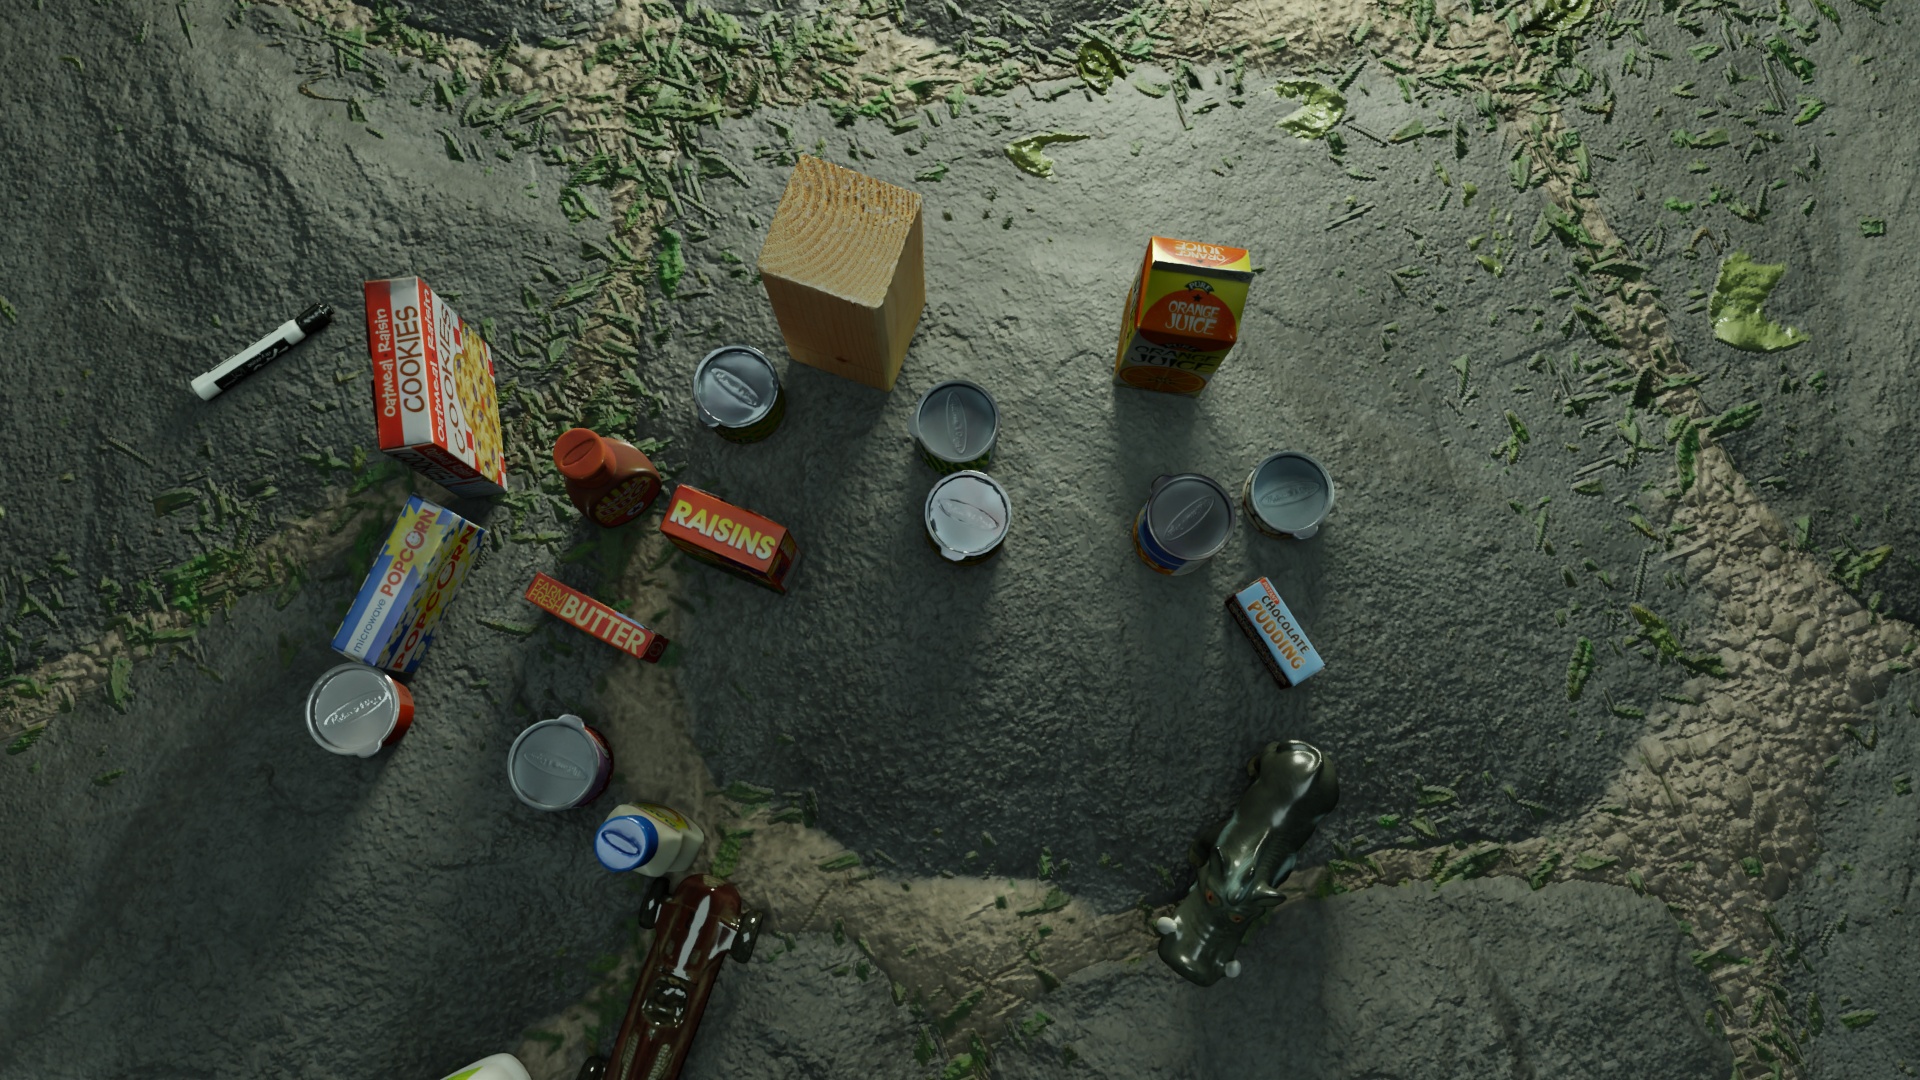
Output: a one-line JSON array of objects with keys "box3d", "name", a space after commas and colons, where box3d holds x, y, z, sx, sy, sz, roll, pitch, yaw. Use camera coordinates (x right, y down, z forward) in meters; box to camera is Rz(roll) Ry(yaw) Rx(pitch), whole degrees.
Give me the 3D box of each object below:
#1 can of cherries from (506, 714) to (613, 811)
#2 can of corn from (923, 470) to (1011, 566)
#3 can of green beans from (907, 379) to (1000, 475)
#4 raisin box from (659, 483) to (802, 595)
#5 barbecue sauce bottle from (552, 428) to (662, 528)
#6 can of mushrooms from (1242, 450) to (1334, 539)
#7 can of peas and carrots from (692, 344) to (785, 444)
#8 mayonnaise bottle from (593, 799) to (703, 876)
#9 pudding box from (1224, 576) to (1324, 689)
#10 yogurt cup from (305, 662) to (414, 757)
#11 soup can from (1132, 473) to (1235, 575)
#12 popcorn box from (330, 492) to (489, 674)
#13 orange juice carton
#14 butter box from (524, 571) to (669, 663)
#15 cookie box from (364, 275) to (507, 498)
[{"box3d": [-0.295, 0.165, 1.035, 0.071, 0.058, 0.071, 0, 80, -1], "name": "can of cherries"}, {"box3d": [0.004, -0.013, 1.074, 0.071, 0.058, 0.071, 0, 80, -1], "name": "can of corn"}, {"box3d": [-0.003, -0.087, 1.087, 0.071, 0.057, 0.071, 0, 80, -1], "name": "can of green beans"}, {"box3d": [-0.168, 0.001, 1.034, 0.086, 0.123, 0.040, 23, 81, 3], "name": "raisin box"}, {"box3d": [-0.265, -0.049, 1.028, 0.065, 0.148, 0.044, -39, 83, -7], "name": "barbecue sauce bottle"}, {"box3d": [0.258, -0.033, 1.095, 0.071, 0.033, 0.071, 0, 80, -1], "name": "can of mushrooms"}, {"box3d": [-0.174, -0.111, 1.087, 0.071, 0.058, 0.071, 0, 80, -1], "name": "can of peas and carrots"}, {"box3d": [-0.224, 0.211, 0.983, 0.065, 0.148, 0.041, 29, 81, 4], "name": "mayonnaise bottle"}, {"box3d": [0.241, 0.072, 1.068, 0.030, 0.049, 0.084, -31, 82, -6], "name": "pudding box"}, {"box3d": [-0.446, 0.127, 1.041, 0.072, 0.054, 0.072, 0, 80, -1], "name": "yogurt cup"}, {"box3d": [0.168, -0.013, 1.064, 0.071, 0.083, 0.071, 0, 80, -1], "name": "soup can"}, {"box3d": [-0.411, 0.035, 1.042, 0.038, 0.085, 0.127, 24, 80, 3], "name": "popcorn box"}, {"box3d": [0.164, -0.170, 1.037, 0.072, 0.192, 0.073, 9, 80, 0], "name": "orange juice carton"}, {"box3d": [-0.277, 0.060, 1.057, 0.103, 0.053, 0.024, 27, 81, 4], "name": "butter box"}, {"box3d": [-0.386, -0.108, 1.027, 0.040, 0.167, 0.123, -9, 81, -3], "name": "cookie box"}]
